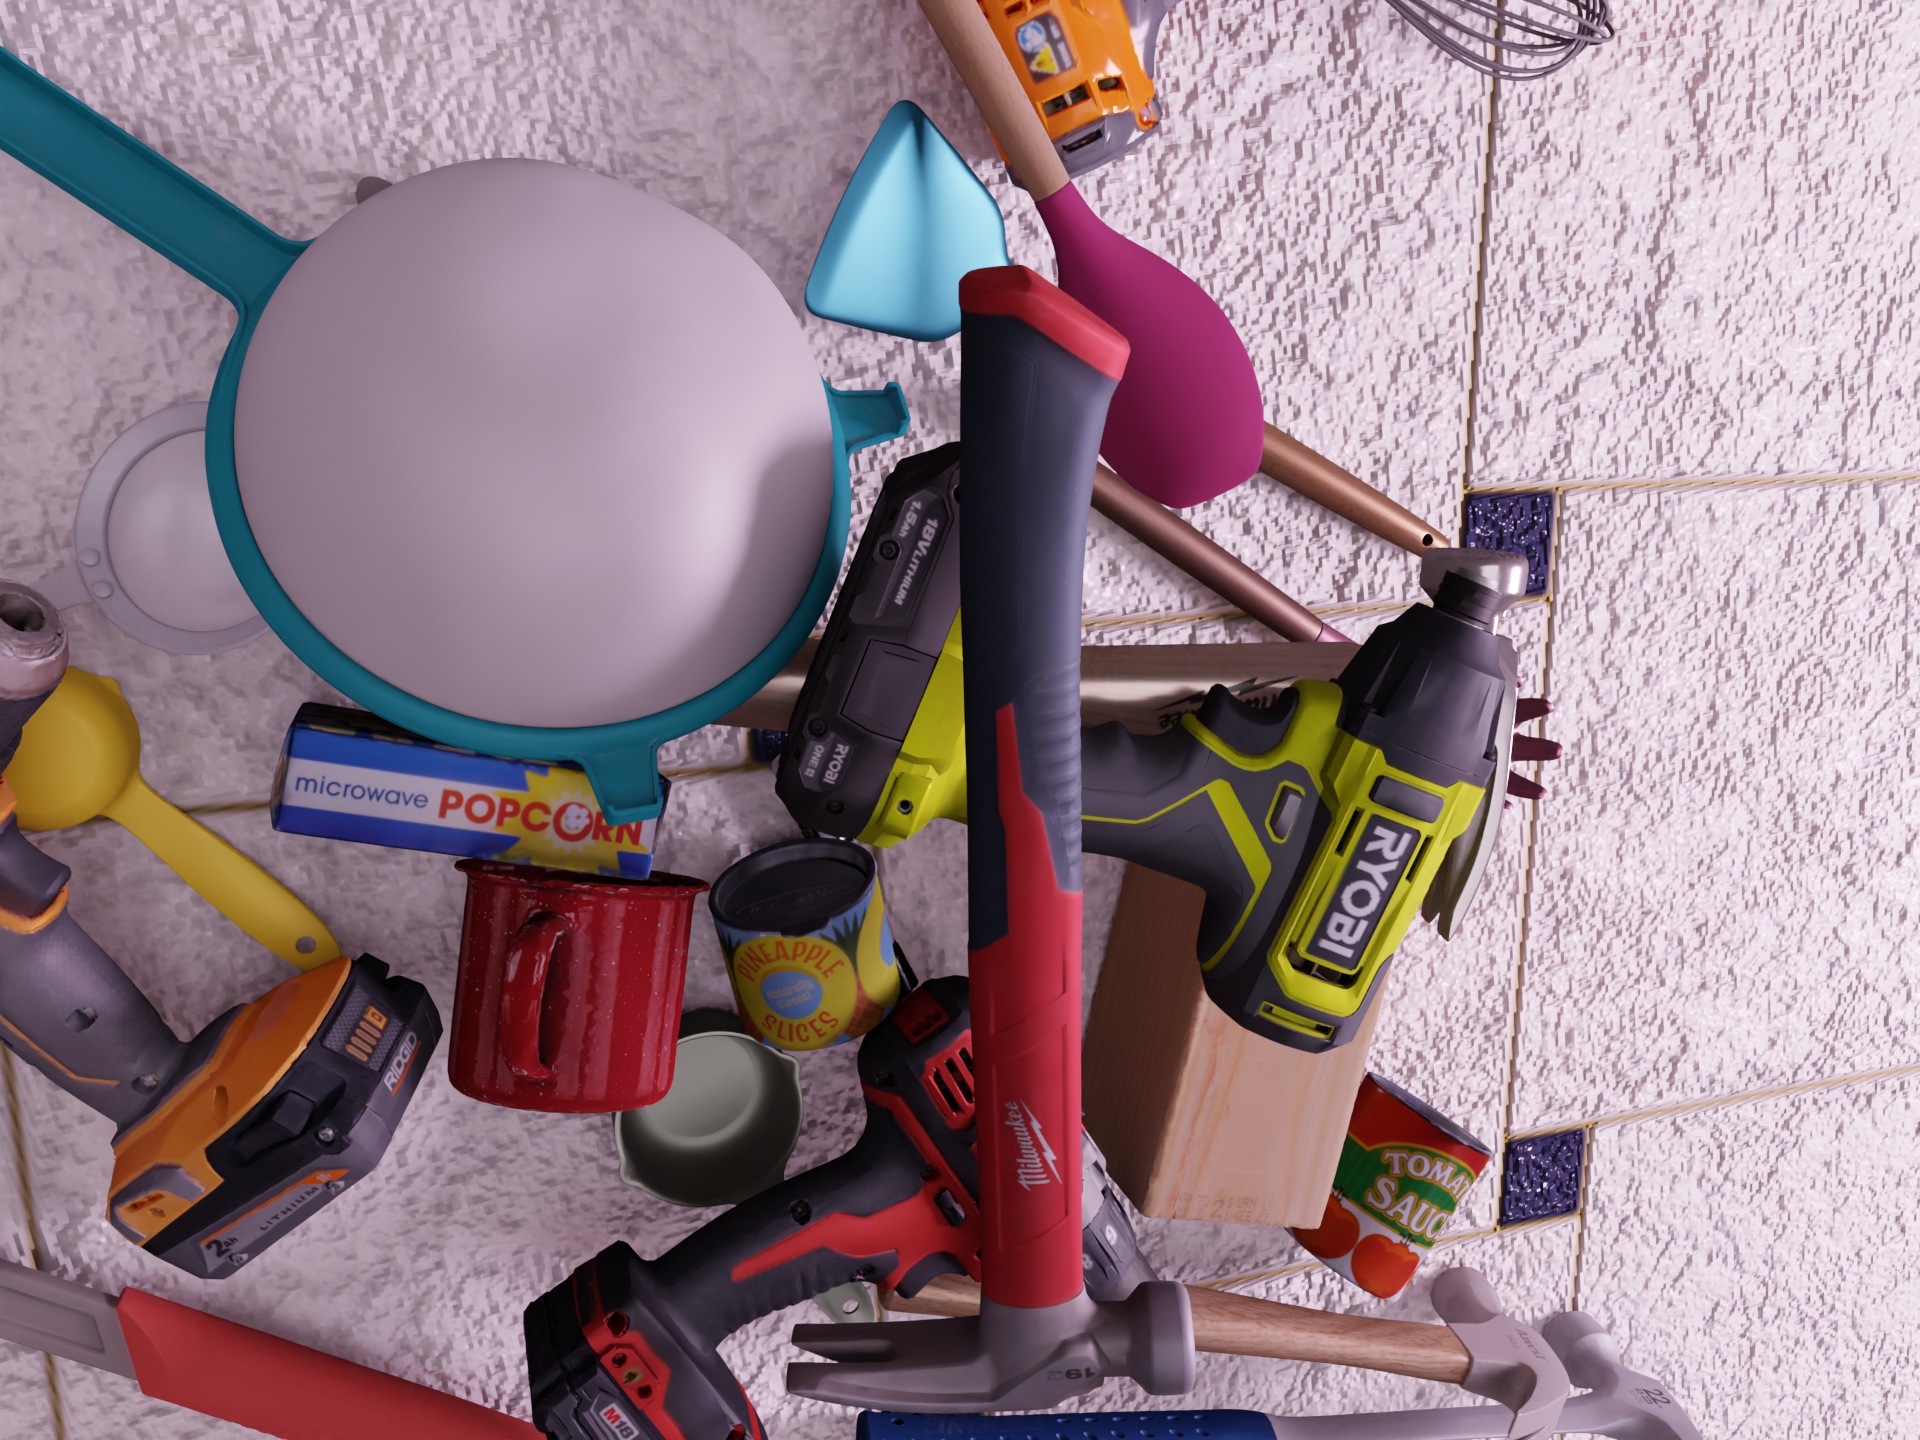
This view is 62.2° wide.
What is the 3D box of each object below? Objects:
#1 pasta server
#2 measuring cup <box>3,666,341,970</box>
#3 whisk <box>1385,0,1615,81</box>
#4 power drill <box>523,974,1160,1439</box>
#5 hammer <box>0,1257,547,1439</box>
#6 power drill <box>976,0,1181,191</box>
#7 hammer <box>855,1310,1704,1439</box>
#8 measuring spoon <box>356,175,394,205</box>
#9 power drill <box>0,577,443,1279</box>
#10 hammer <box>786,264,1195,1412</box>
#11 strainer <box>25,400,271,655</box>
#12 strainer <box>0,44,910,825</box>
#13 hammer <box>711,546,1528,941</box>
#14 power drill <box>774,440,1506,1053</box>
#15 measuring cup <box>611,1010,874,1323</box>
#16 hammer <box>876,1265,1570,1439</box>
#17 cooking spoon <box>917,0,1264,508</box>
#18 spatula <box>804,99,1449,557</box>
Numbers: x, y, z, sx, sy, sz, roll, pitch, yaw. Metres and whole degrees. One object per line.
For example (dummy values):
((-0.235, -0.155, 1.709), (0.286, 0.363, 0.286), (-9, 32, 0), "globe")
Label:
((0.135, -0.052, 0.682), (0.316, 0.040, 0.060), (31, 77, -21), "pasta server")
((-0.286, 0.044, 0.569), (0.062, 0.029, 0.156), (-46, 109, -3), "measuring cup")
((0.154, -0.307, 0.628), (0.239, 0.055, 0.055), (12, 98, -15), "whisk")
((-0.035, 0.233, 0.626), (0.226, 0.080, 0.187), (-35, 105, -11), "power drill")
((-0.278, 0.244, 0.616), (0.358, 0.037, 0.149), (30, 92, -21), "hammer")
((0.090, -0.308, 0.553), (0.226, 0.084, 0.164), (-23, 116, 11), "power drill")
((0.155, 0.336, 0.742), (0.405, 0.144, 0.035), (2, 101, -12), "hammer")
((-0.174, -0.141, 0.575), (0.034, 0.018, 0.124), (-39, 104, -11), "measuring spoon")
((-0.283, 0.070, 0.521), (0.185, 0.084, 0.226), (-37, 113, 24), "power drill")
((0.005, 0.060, 0.492), (0.143, 0.038, 0.386), (-2, 113, 0), "hammer")
((-0.318, -0.039, 0.536), (0.258, 0.050, 0.087), (-22, 84, -6), "strainer")
((-0.179, -0.135, 0.493), (0.340, 0.095, 0.211), (33, 65, -8), "strainer")
((-0.001, -0.002, 0.590), (0.410, 0.038, 0.146), (3, 100, -2), "hammer")
((0.065, -0.001, 0.537), (0.223, 0.080, 0.171), (21, 101, -9), "power drill")
((-0.084, 0.192, 0.667), (0.083, 0.038, 0.167), (-34, 112, -8), "measuring cup")
((0.124, 0.277, 0.725), (0.331, 0.130, 0.031), (12, 100, -12), "hammer")
((0.019, -0.209, 0.561), (0.069, 0.017, 0.318), (-25, 114, 22), "cooking spoon")
((0.085, -0.132, 0.644), (0.317, 0.044, 0.082), (24, 97, -23), "spatula")
